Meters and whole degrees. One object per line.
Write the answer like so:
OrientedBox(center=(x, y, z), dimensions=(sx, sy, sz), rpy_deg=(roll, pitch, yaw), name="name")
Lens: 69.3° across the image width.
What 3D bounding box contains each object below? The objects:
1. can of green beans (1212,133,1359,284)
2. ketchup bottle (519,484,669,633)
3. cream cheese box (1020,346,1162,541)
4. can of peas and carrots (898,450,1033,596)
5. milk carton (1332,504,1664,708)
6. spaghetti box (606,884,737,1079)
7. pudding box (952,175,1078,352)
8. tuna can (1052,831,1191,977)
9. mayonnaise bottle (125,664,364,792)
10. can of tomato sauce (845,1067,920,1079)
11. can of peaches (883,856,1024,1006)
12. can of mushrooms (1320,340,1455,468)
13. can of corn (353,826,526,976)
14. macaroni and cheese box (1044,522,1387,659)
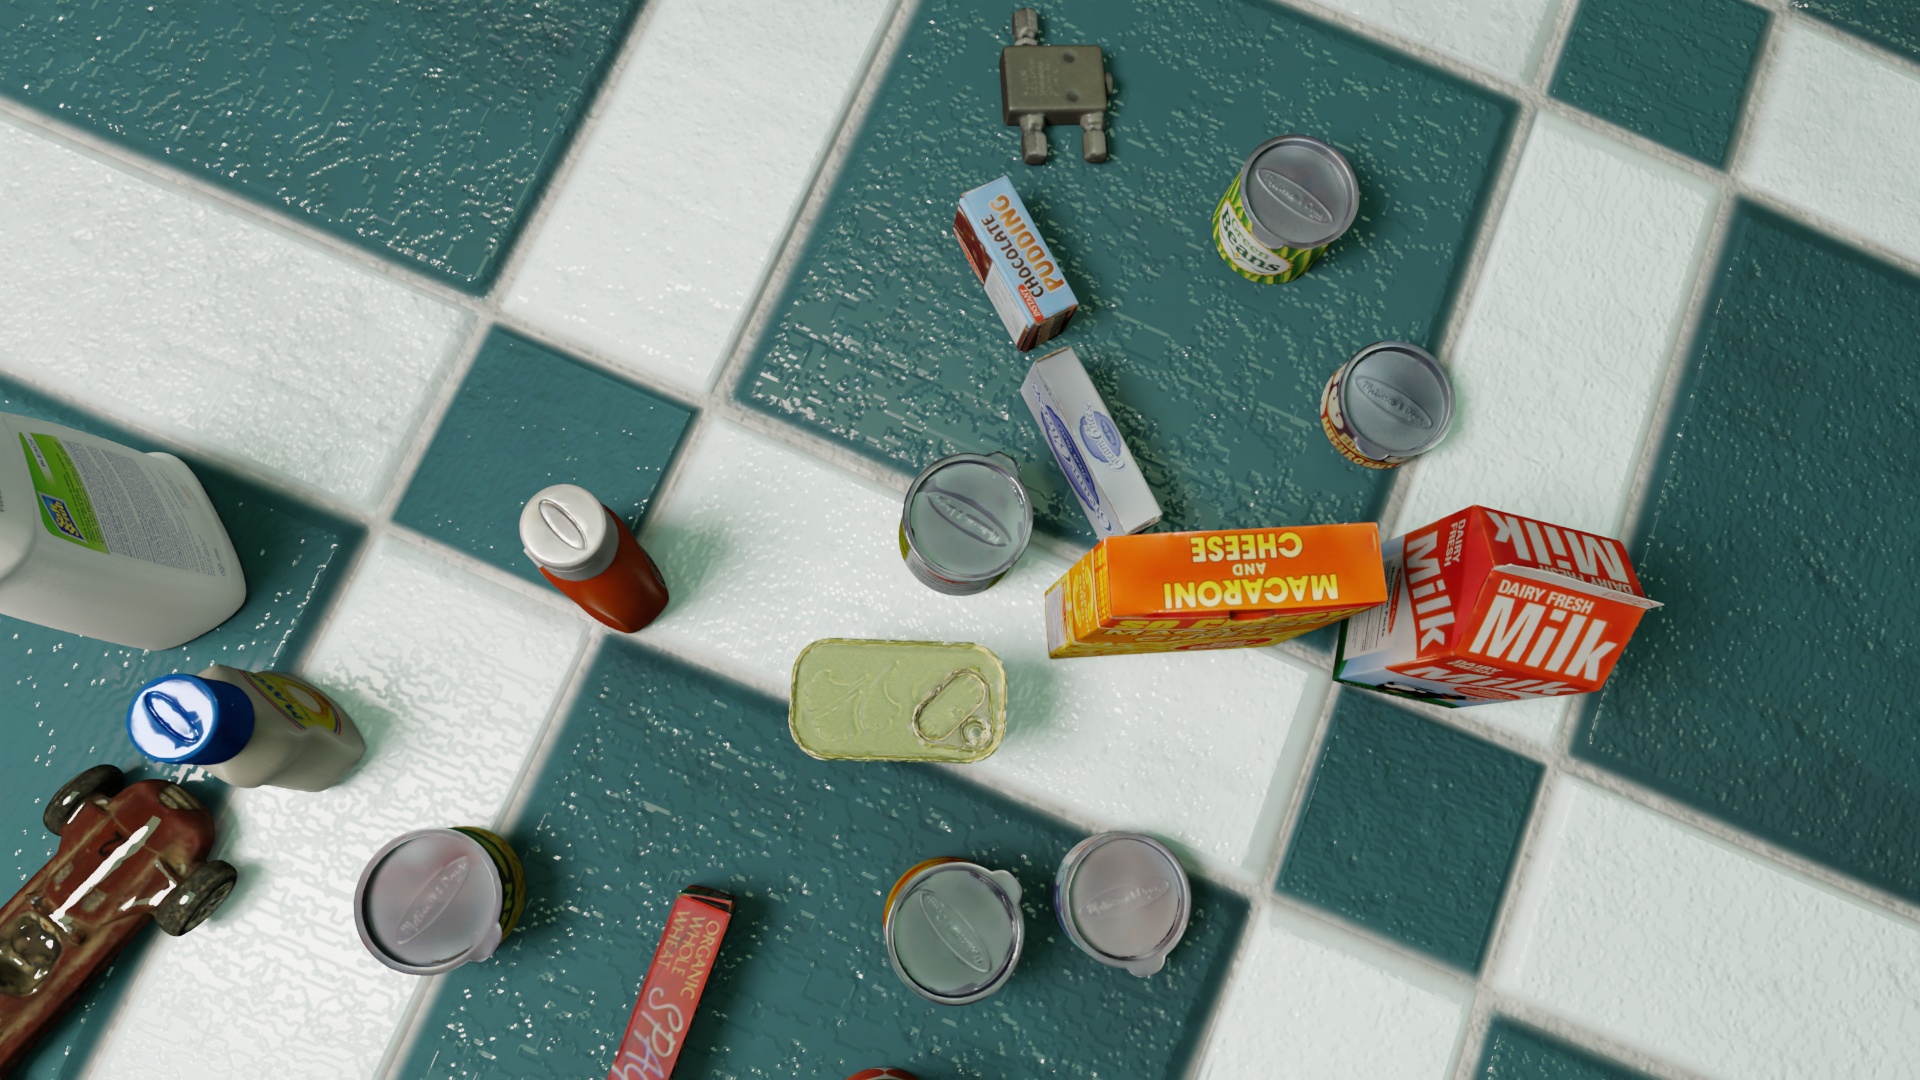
OrientedBox(center=(0.180, -0.183, 0.774), dimensions=(0.071, 0.057, 0.071), rpy_deg=(1, 79, -5), name="can of green beans")
OrientedBox(center=(-0.175, 0.007, 0.656), dimensions=(0.043, 0.148, 0.065), rpy_deg=(-44, 86, -11), name="ketchup bottle")
OrientedBox(center=(0.069, -0.048, 0.739), dimensions=(0.024, 0.053, 0.104), rpy_deg=(-26, 83, -9), name="cream cheese box")
OrientedBox(center=(0.003, -0.009, 0.722), dimensions=(0.071, 0.058, 0.071), rpy_deg=(1, 79, -5), name="can of peas and carrots")
OrientedBox(center=(0.252, 0.034, 0.671), dimensions=(0.072, 0.190, 0.073), rpy_deg=(13, 79, -3), name="milk carton")
OrientedBox(center=(-0.163, 0.286, 0.654), dimensions=(0.029, 0.050, 0.250), rpy_deg=(20, 78, -2), name="spaghetti box")
OrientedBox(center=(0.029, -0.150, 0.757), dimensions=(0.030, 0.049, 0.084), rpy_deg=(-28, 83, -10), name="pudding box")
OrientedBox(center=(0.082, 0.184, 0.706), dimensions=(0.071, 0.032, 0.071), rpy_deg=(1, 79, -5), name="tuna can")
OrientedBox(center=(-0.321, 0.084, 0.627), dimensions=(0.065, 0.148, 0.041), rpy_deg=(42, 79, 3), name="mayonnaise bottle")
OrientedBox(center=(-0.036, 0.286, 0.649), dimensions=(0.071, 0.083, 0.071), rpy_deg=(1, 79, -5), name="can of tomato sauce")
OrientedBox(center=(-0.003, 0.189, 0.684), dimensions=(0.071, 0.058, 0.071), rpy_deg=(1, 79, -5), name="can of peaches")
OrientedBox(center=(0.235, -0.073, 0.771), dimensions=(0.071, 0.033, 0.071), rpy_deg=(1, 79, -5), name="can of mushrooms")
OrientedBox(center=(-0.244, 0.172, 0.664), dimensions=(0.071, 0.058, 0.071), rpy_deg=(1, 79, -5), name="can of corn")
OrientedBox(center=(0.115, 0.028, 0.671), dimensions=(0.124, 0.166, 0.040), rpy_deg=(-3, 80, -6), name="macaroni and cheese box")
